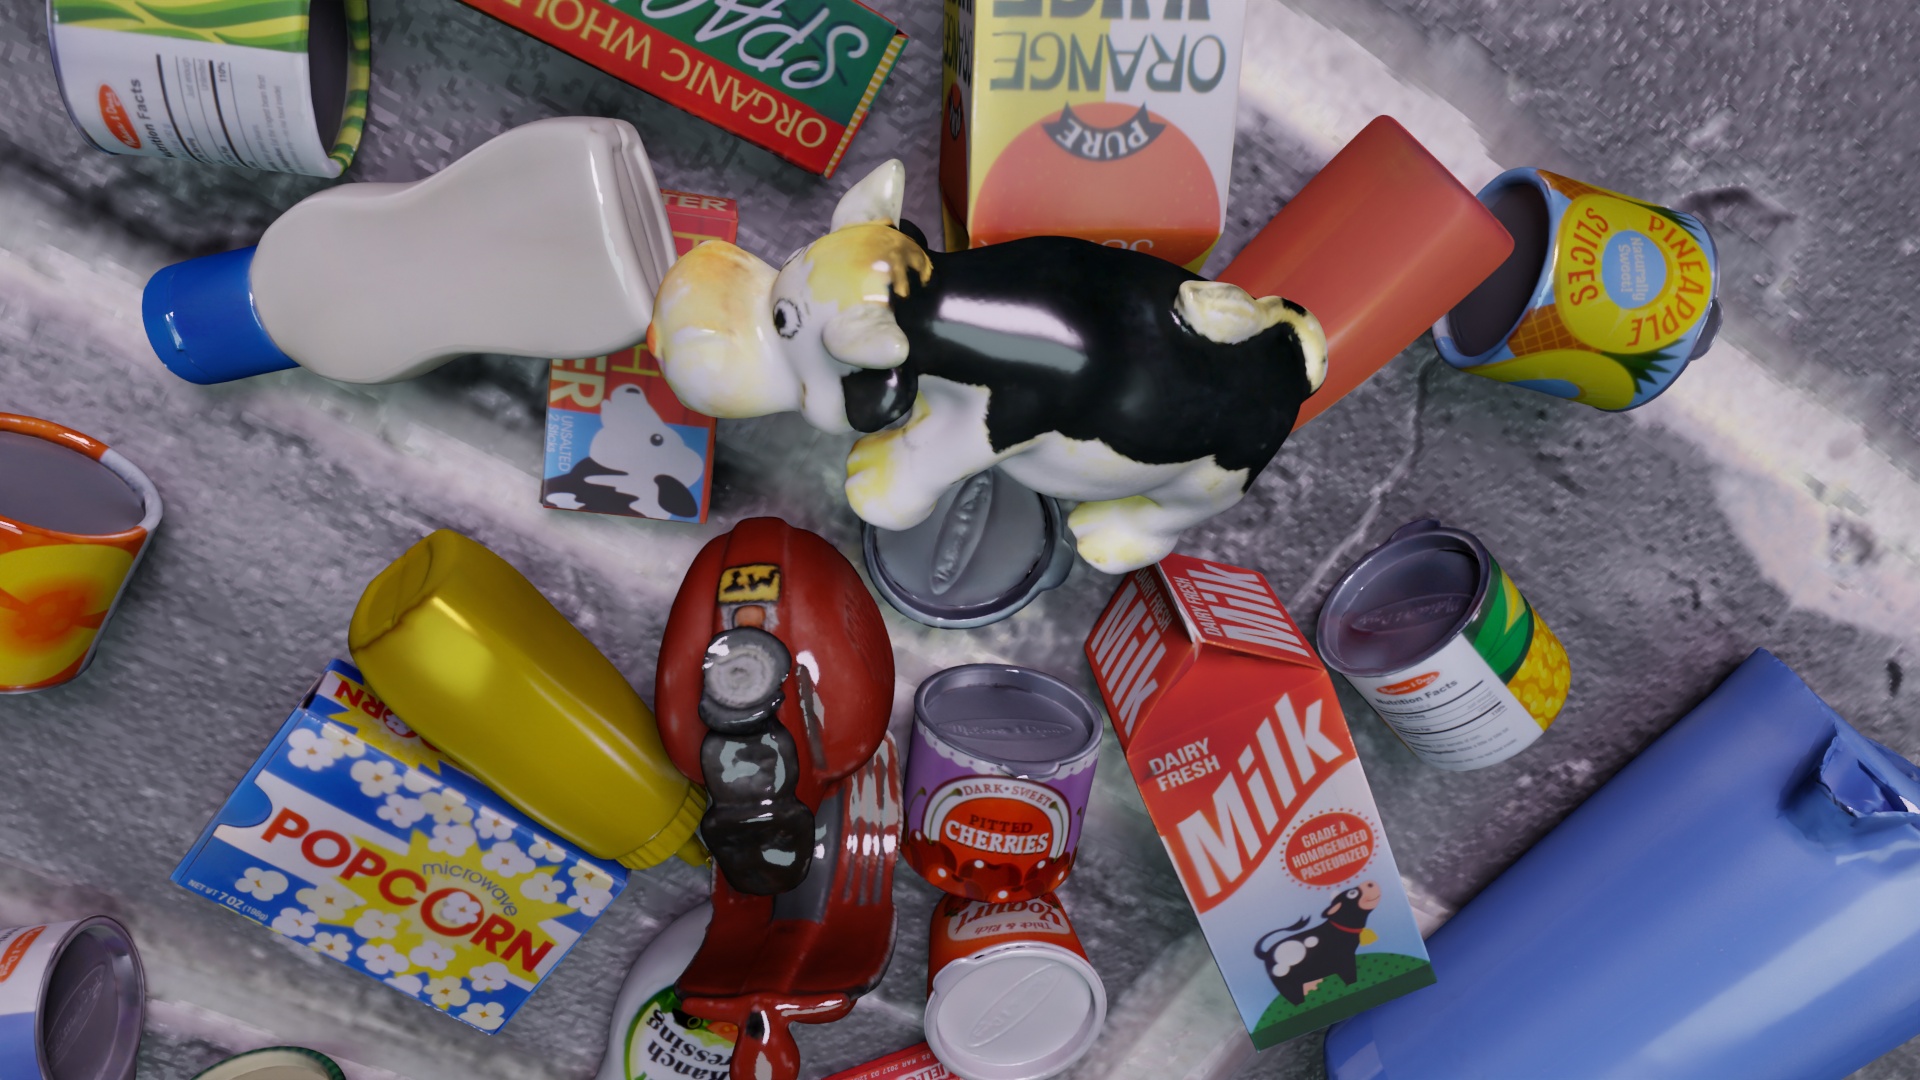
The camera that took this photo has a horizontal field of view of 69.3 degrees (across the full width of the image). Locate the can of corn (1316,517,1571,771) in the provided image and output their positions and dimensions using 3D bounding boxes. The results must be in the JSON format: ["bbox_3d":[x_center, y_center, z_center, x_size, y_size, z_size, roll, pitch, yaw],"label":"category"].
[{"bbox_3d":[0.171,0.037,0.491,0.071,0.071,0.058,-41,114,11],"label":"can of corn"}]

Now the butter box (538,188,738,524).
[{"bbox_3d":[-0.100,-0.057,0.433,0.053,0.024,0.103,7,113,-9],"label":"butter box"}]

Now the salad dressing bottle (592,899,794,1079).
[{"bbox_3d":[-0.116,0.204,0.538,0.064,0.044,0.147,30,108,-19],"label":"salad dressing bottle"}]

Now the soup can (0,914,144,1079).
[{"bbox_3d":[-0.341,0.171,0.481,0.084,0.071,0.071,-6,115,-4],"label":"soup can"}]

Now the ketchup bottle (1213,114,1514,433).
[{"bbox_3d":[0.096,-0.061,0.439,0.043,0.065,0.148,29,117,-35],"label":"ketchup bottle"}]

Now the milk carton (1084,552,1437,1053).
[{"bbox_3d":[0.101,0.083,0.497,0.073,0.072,0.190,-23,115,4],"label":"milk carton"}]

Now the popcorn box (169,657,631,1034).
[{"bbox_3d":[-0.191,0.110,0.489,0.126,0.038,0.085,36,106,-21],"label":"popcorn box"}]

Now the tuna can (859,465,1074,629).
[{"bbox_3d":[0.002,-0.006,0.465,0.071,0.033,0.070,-3,115,-6],"label":"tuna can"}]

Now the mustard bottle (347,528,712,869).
[{"bbox_3d":[-0.130,0.068,0.465,0.049,0.065,0.159,-36,119,3],"label":"mustard bottle"}]

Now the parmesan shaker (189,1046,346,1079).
[{"bbox_3d":[-0.260,0.255,0.528,0.071,0.071,0.102,0,114,-8],"label":"parmesan shaker"}]

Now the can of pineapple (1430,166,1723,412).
[{"bbox_3d":[0.192,-0.079,0.437,0.058,0.071,0.070,12,112,-13],"label":"can of pineapple"}]

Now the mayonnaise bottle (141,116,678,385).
[{"bbox_3d":[-0.156,-0.075,0.392,0.148,0.041,0.064,-9,107,13],"label":"mayonnaise bottle"}]

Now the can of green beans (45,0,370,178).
[{"bbox_3d":[-0.193,-0.132,0.364,0.058,0.071,0.071,4,114,-10],"label":"can of green beans"}]

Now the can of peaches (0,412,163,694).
[{"bbox_3d":[-0.284,0.002,0.410,0.071,0.071,0.058,30,107,-19],"label":"can of peaches"}]

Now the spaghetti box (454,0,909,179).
[{"bbox_3d":[-0.128,-0.162,0.339,0.250,0.029,0.050,18,112,-35],"label":"spaghetti box"}]

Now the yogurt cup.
[{"bbox_3d":[0.018,0.165,0.533,0.072,0.054,0.072,-3,115,-6],"label":"yogurt cup"}]

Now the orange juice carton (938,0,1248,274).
[{"bbox_3d":[0.034,-0.146,0.384,0.072,0.073,0.191,-2,115,-7],"label":"orange juice carton"}]

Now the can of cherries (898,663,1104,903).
[{"bbox_3d":[0.013,0.085,0.486,0.071,0.072,0.058,5,114,-10],"label":"can of cherries"}]
